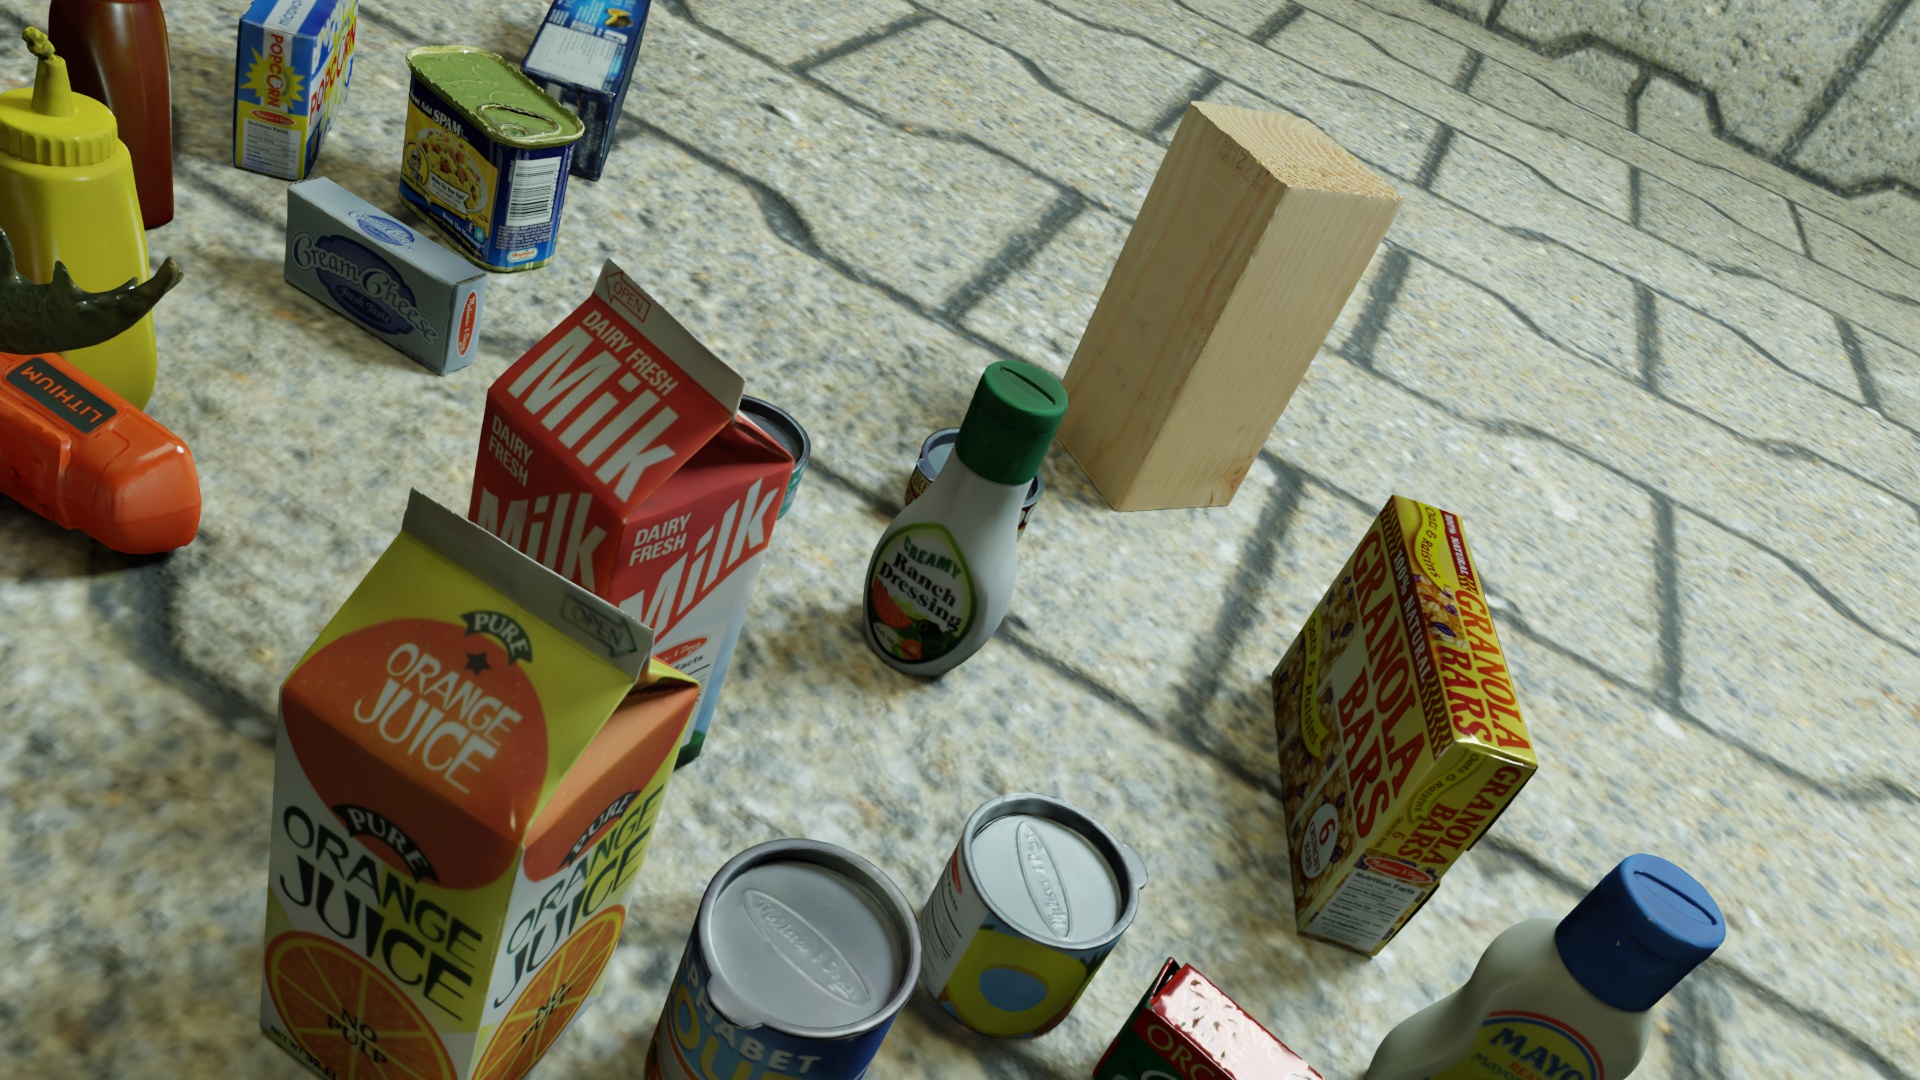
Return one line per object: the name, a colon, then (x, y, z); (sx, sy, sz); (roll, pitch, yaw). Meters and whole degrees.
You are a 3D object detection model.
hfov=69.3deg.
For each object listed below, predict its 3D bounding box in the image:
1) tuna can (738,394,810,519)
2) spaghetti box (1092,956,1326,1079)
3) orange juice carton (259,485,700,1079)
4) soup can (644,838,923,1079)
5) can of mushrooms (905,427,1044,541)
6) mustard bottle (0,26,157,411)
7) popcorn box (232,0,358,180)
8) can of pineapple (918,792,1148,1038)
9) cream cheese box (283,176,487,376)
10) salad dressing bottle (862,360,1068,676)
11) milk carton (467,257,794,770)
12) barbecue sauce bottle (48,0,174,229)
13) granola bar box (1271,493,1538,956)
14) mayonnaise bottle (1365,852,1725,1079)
tuna can: (-0.107, -0.038, 0.667); (0.071, 0.032, 0.071); (15, 36, -11)
spaghetti box: (0.152, 0.237, 0.444); (0.250, 0.050, 0.029); (38, 38, 19)
orange juice carton: (-0.130, 0.075, 0.372); (0.072, 0.191, 0.073); (31, 36, 10)
soup can: (-0.057, 0.143, 0.419); (0.071, 0.083, 0.072); (15, 36, -12)
can of mushrooms: (0.005, -0.026, 0.714); (0.071, 0.033, 0.071); (15, 36, -11)
mustard bottle: (-0.341, -0.117, 0.528); (0.065, 0.159, 0.049); (35, 37, 15)
popcorn box: (-0.367, -0.268, 0.772); (0.038, 0.084, 0.127); (10, 38, -18)
can of pineapple: (0.024, 0.135, 0.497); (0.071, 0.057, 0.071); (15, 36, -11)
cream cheese box: (-0.278, -0.127, 0.668); (0.104, 0.053, 0.024); (31, 36, 10)
salad dressing bottle: (0.002, -0.007, 0.591); (0.064, 0.146, 0.044); (36, 37, 17)
milk carton: (-0.117, 0.003, 0.473); (0.072, 0.189, 0.074); (40, 39, 22)
barbecue sauce bottle: (-0.394, -0.222, 0.644); (0.065, 0.147, 0.044); (38, 38, 19)
granola bar box: (0.186, 0.076, 0.607); (0.039, 0.123, 0.166); (20, 36, -6)
mayonnaise bottle: (0.199, 0.167, 0.477); (0.065, 0.147, 0.041); (32, 36, 11)
